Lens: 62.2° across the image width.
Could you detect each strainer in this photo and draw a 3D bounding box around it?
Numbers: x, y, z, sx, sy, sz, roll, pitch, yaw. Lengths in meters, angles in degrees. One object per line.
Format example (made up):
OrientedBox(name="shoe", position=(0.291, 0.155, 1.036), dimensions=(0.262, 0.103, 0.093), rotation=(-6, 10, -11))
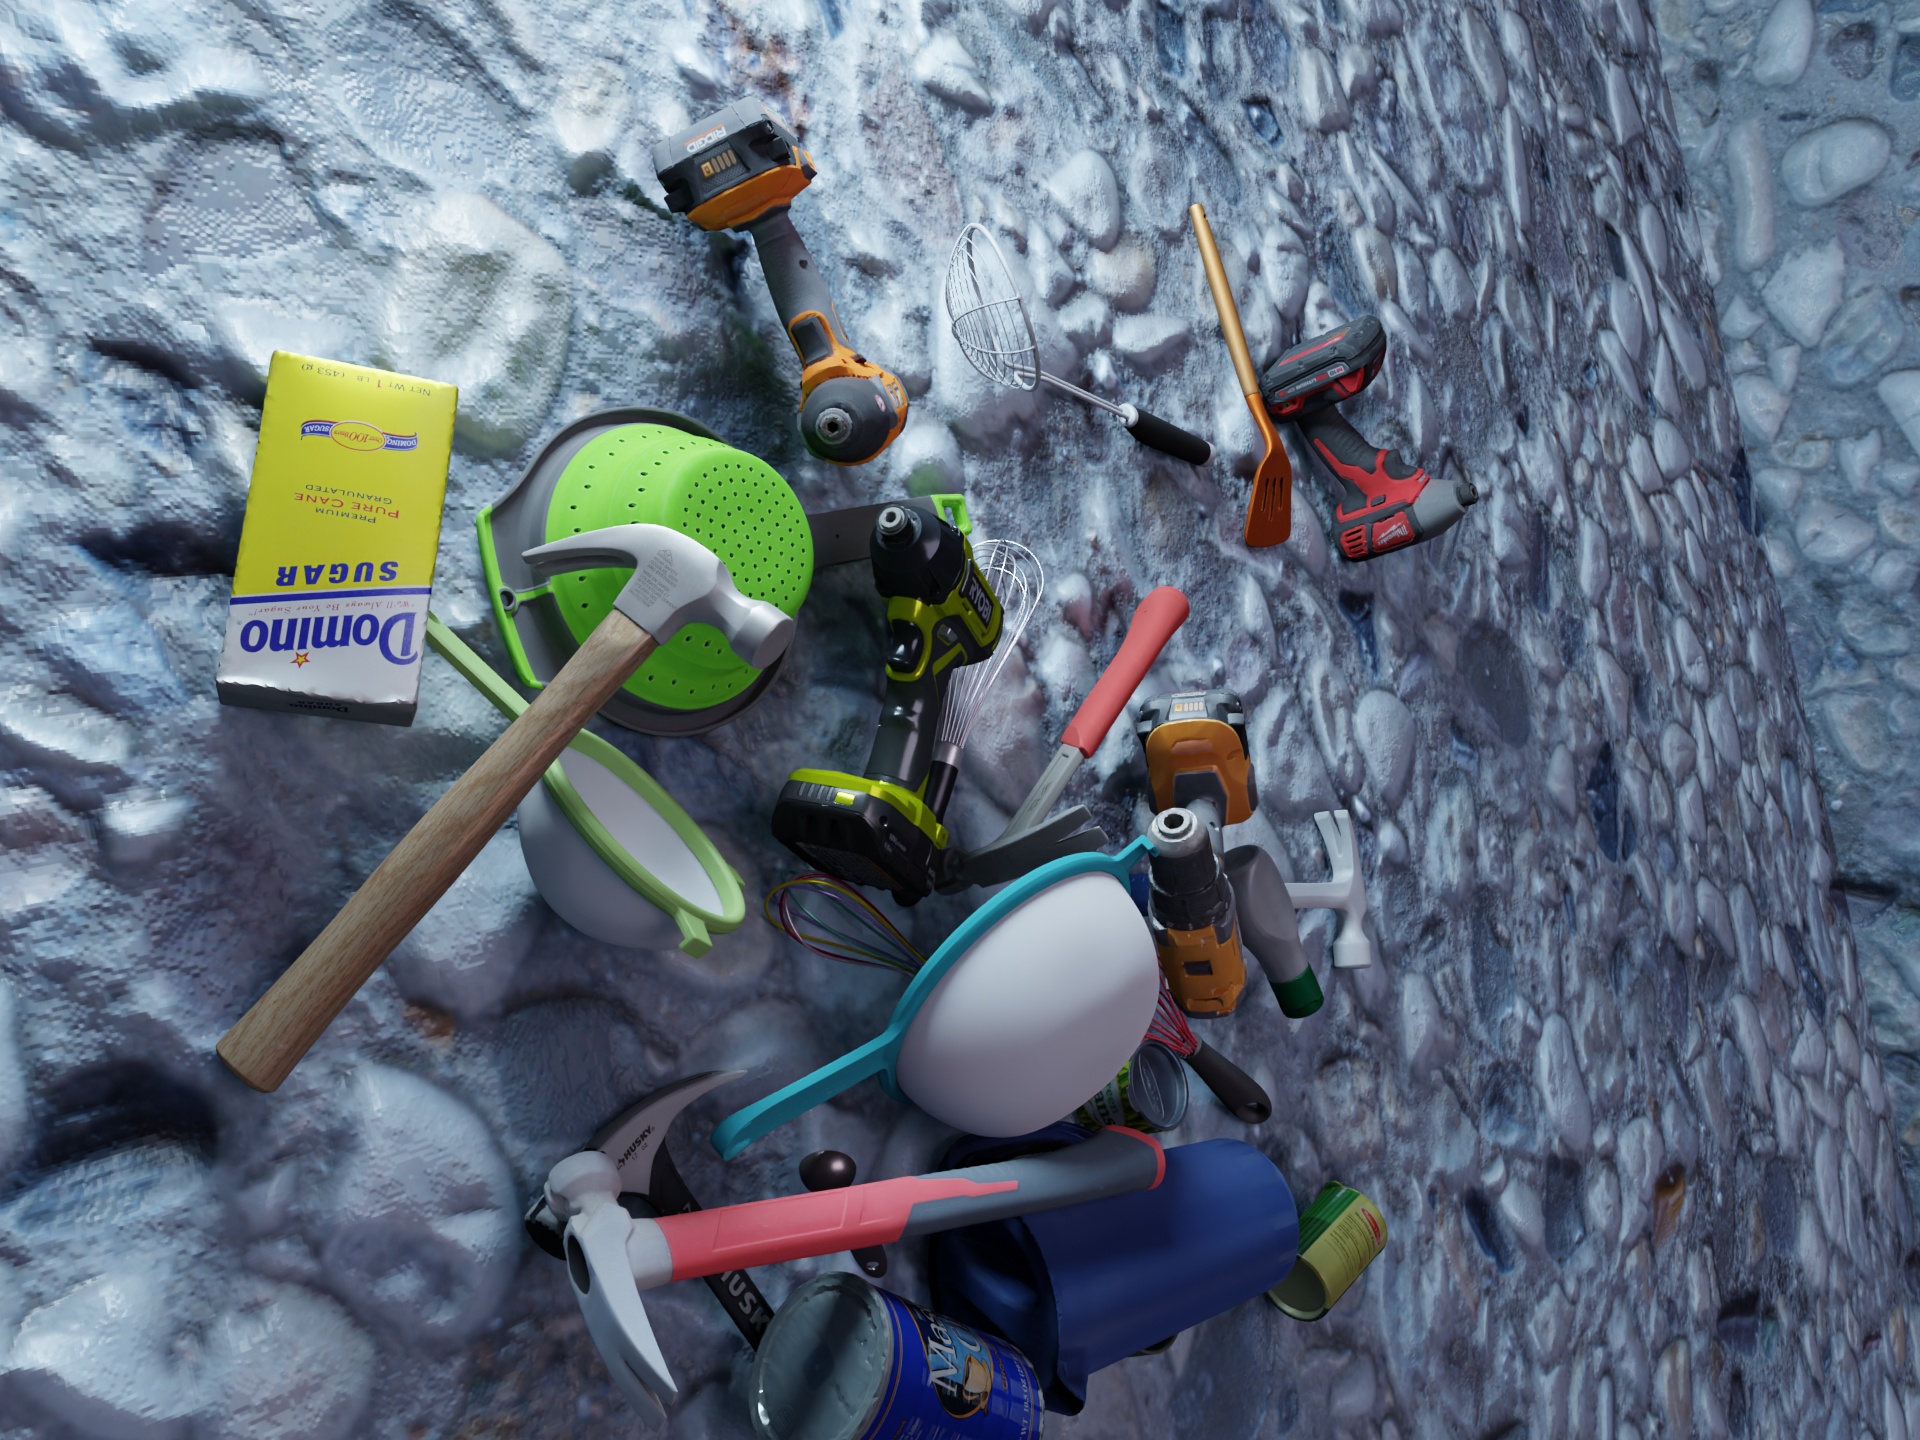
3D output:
OrientedBox(name="strainer", position=(-0.228, 0.039, 0.855), dimensions=(0.256, 0.069, 0.151), rotation=(45, 5, -6))
OrientedBox(name="strainer", position=(0.010, 0.209, 0.968), dimensions=(0.340, 0.210, 0.095), rotation=(-20, 51, -40))

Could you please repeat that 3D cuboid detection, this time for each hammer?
OrientedBox(name="hammer", position=(0.222, 0.140, 1.322), dimensions=(0.405, 0.035, 0.144), rotation=(6, 76, -45))
OrientedBox(name="hammer", position=(-0.092, 0.387, 0.940), dimensions=(0.149, 0.036, 0.408), rotation=(-47, 114, -43))
OrientedBox(name="hammer", position=(-0.026, 0.282, 0.880), dimensions=(0.386, 0.038, 0.143), rotation=(3, 34, -37))
OrientedBox(name="hammer", position=(0.105, -0.003, 1.175), dimensions=(0.036, 0.149, 0.359), rotation=(54, 42, -14))
OrientedBox(name="hammer", position=(-0.235, 0.038, 0.774), dimensions=(0.130, 0.031, 0.331), rotation=(37, 79, 14))

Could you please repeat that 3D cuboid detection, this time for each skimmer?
OrientedBox(name="skimmer", position=(0.116, -0.282, 1.272), dimensions=(0.363, 0.090, 0.127), rotation=(13, 40, -46))

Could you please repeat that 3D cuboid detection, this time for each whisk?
OrientedBox(name="whisk", position=(-0.001, -0.003, 1.113), dimensions=(0.070, 0.070, 0.285), rotation=(32, 63, -37))
OrientedBox(name="whisk", position=(0.165, 0.242, 1.226), dimensions=(0.295, 0.073, 0.073), rotation=(45, 52, -36))
OrientedBox(name="whisk", position=(-0.039, 0.158, 1.049), dimensions=(0.047, 0.051, 0.244), rotation=(-52, 129, 1))

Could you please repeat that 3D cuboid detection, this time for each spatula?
OrientedBox(name="spatula", position=(0.256, -0.322, 1.477), dimensions=(0.081, 0.041, 0.322), rotation=(-13, 86, -47))

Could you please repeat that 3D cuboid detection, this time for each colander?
OrientedBox(name="colander", position=(-0.102, -0.115, 1.002), dimensions=(0.397, 0.094, 0.204), rotation=(-18, 94, -46))

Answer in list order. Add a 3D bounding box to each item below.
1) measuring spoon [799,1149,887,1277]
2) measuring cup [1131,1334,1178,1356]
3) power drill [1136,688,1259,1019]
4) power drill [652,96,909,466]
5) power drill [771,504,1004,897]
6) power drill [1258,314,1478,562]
OrientedBox(name="measuring spoon", position=(-0.067, 0.307, 0.968), dimensions=(0.018, 0.034, 0.124), rotation=(-91, 166, -55))
OrientedBox(name="measuring cup", position=(0.112, 0.377, 1.160), dimensions=(0.083, 0.038, 0.168), rotation=(12, 55, -39))
OrientedBox(name="power drill", position=(0.169, 0.075, 1.154), dimensions=(0.226, 0.084, 0.185), rotation=(-81, 160, -44))
OrientedBox(name="power drill", position=(-0.105, -0.267, 1.004), dimensions=(0.164, 0.084, 0.226), rotation=(-78, 143, -73))
OrientedBox(name="power drill", position=(-0.041, -0.015, 1.004), dimensions=(0.171, 0.080, 0.223), rotation=(53, 50, -63))
OrientedBox(name="power drill", position=(0.391, -0.263, 1.515), dimensions=(0.219, 0.143, 0.078), rotation=(58, 44, -16))
